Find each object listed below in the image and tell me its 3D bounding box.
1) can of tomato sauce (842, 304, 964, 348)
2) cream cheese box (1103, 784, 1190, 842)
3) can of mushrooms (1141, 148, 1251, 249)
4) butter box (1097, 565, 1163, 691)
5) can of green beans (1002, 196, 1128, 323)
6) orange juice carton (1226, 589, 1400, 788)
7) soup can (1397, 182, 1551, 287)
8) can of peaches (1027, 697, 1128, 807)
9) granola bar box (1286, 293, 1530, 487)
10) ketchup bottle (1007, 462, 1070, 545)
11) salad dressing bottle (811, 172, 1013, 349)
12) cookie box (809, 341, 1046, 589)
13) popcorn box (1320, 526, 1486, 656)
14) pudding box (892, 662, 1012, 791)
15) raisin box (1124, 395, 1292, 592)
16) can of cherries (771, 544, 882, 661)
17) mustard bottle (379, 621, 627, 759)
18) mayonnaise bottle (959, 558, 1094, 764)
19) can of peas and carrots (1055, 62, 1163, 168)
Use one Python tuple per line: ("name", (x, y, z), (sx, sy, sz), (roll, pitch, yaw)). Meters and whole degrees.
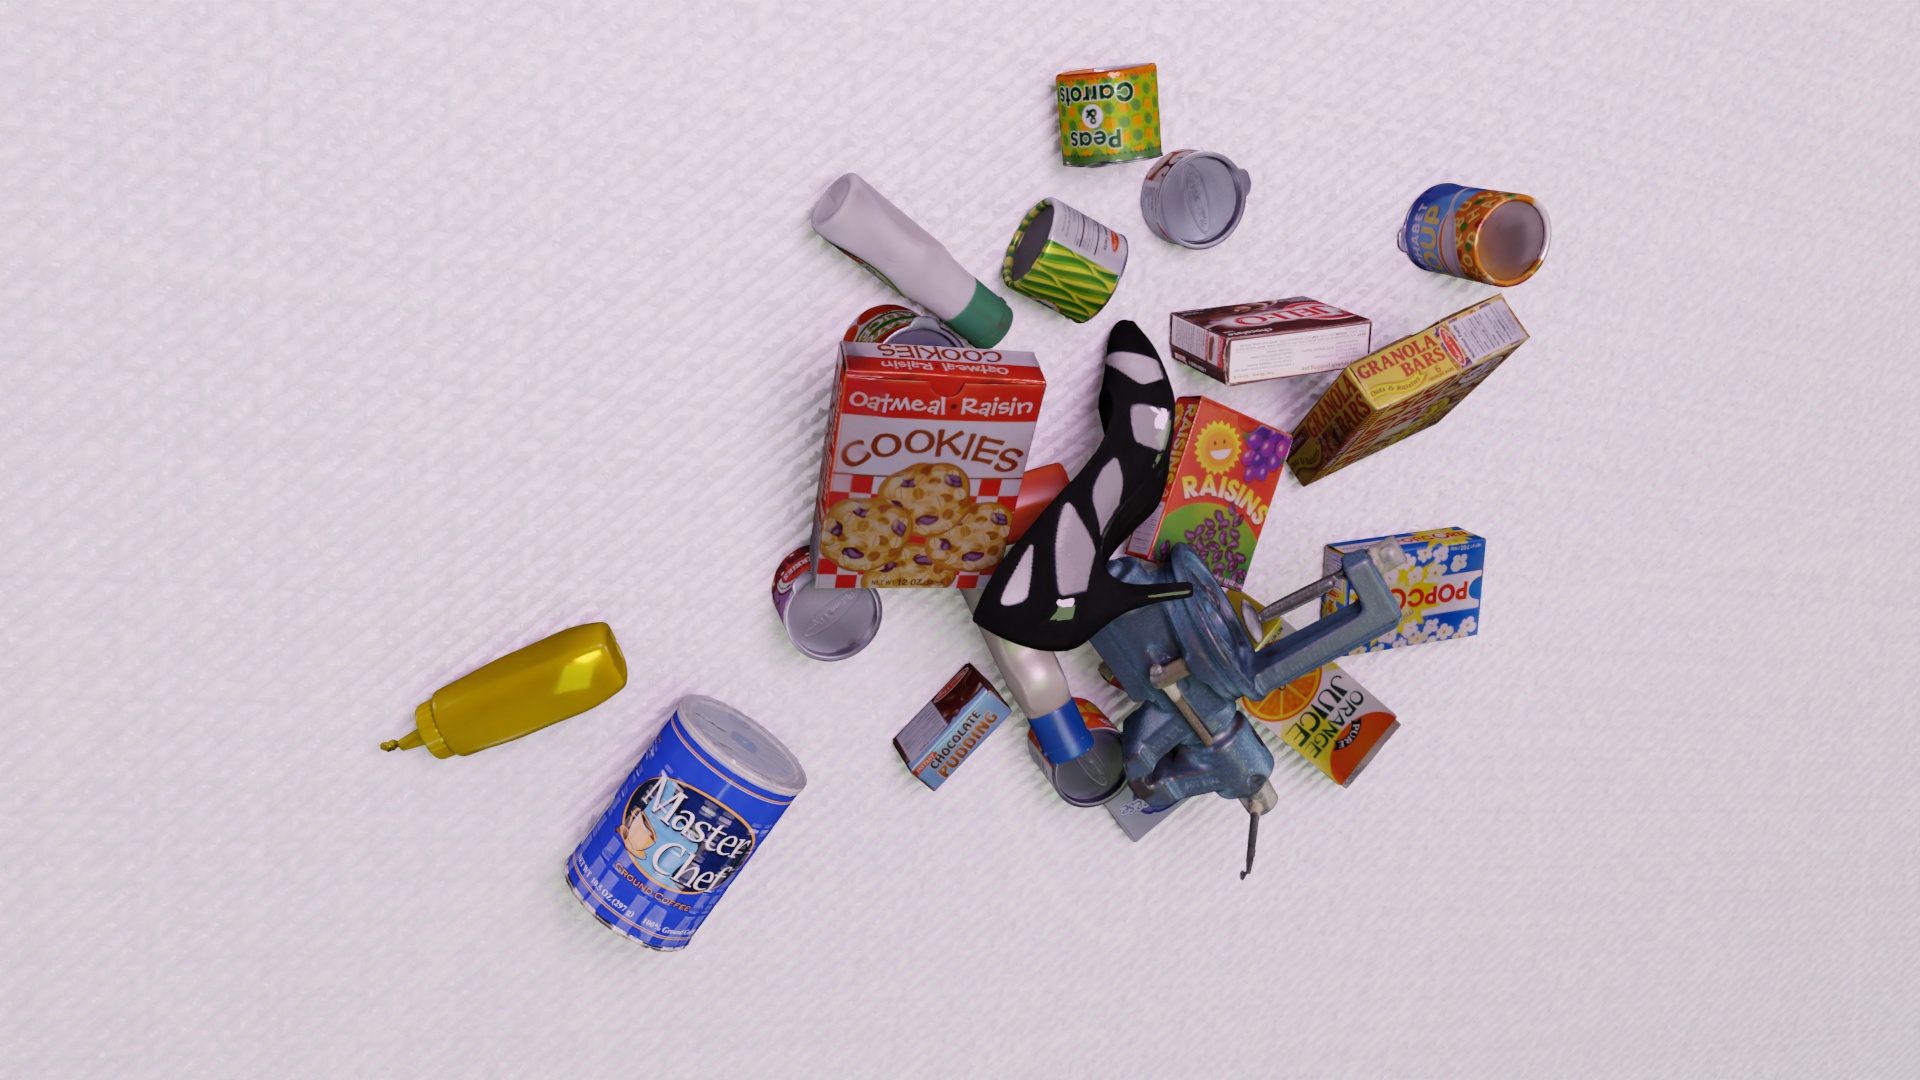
("can of tomato sauce", (-0.037, -0.117, 0.901), (0.071, 0.083, 0.071), (-6, 109, -17))
("cream cheese box", (0.161, 0.186, 1.101), (0.104, 0.024, 0.053), (-38, 116, -3))
("can of mushrooms", (0.162, -0.236, 0.956), (0.071, 0.033, 0.070), (-6, 109, -16))
("butter box", (0.153, 0.071, 1.060), (0.053, 0.024, 0.103), (26, 97, -23))
("can of green beans", (0.069, -0.186, 0.924), (0.058, 0.071, 0.071), (23, 99, -23))
("orange juice carton", (0.269, 0.124, 1.090), (0.192, 0.073, 0.072), (38, 93, -26))
("soup can", (0.370, -0.220, 1.003), (0.071, 0.084, 0.071), (-6, 110, -16))
("can of peaches", (0.092, 0.158, 1.051), (0.071, 0.058, 0.071), (-6, 109, -17))
("granola bar box", (0.308, -0.103, 0.984), (0.124, 0.165, 0.039), (-25, 77, -10))
("ketchup bottle", (0.003, -0.012, 0.965), (0.149, 0.064, 0.043), (-15, 68, -9))
("salad dressing bottle", (-0.028, -0.177, 0.900), (0.147, 0.064, 0.044), (33, 103, -32))
("cookie box", (-0.024, -0.042, 0.870), (0.123, 0.040, 0.166), (1, 129, -15))
("popcorn box", (0.352, 0.040, 1.109), (0.127, 0.038, 0.085), (-7, 109, -16))
("pudding box", (-0.006, 0.136, 1.014), (0.083, 0.050, 0.030), (-46, 117, 1))
("raisin box", (0.181, -0.034, 1.014), (0.086, 0.040, 0.123), (20, 88, -22))
("can of cherries", (-0.093, 0.039, 0.949), (0.071, 0.058, 0.071), (-6, 110, -16))
("mustard bottle", (-0.298, 0.105, 0.902), (0.160, 0.065, 0.048), (-23, 108, -4))
("mayonnaise bottle", (0.048, 0.086, 0.987), (0.041, 0.064, 0.148), (-27, 94, -9))
("can of peas and carrots", (0.096, -0.276, 0.900), (0.071, 0.071, 0.058), (-12, 111, -14))
